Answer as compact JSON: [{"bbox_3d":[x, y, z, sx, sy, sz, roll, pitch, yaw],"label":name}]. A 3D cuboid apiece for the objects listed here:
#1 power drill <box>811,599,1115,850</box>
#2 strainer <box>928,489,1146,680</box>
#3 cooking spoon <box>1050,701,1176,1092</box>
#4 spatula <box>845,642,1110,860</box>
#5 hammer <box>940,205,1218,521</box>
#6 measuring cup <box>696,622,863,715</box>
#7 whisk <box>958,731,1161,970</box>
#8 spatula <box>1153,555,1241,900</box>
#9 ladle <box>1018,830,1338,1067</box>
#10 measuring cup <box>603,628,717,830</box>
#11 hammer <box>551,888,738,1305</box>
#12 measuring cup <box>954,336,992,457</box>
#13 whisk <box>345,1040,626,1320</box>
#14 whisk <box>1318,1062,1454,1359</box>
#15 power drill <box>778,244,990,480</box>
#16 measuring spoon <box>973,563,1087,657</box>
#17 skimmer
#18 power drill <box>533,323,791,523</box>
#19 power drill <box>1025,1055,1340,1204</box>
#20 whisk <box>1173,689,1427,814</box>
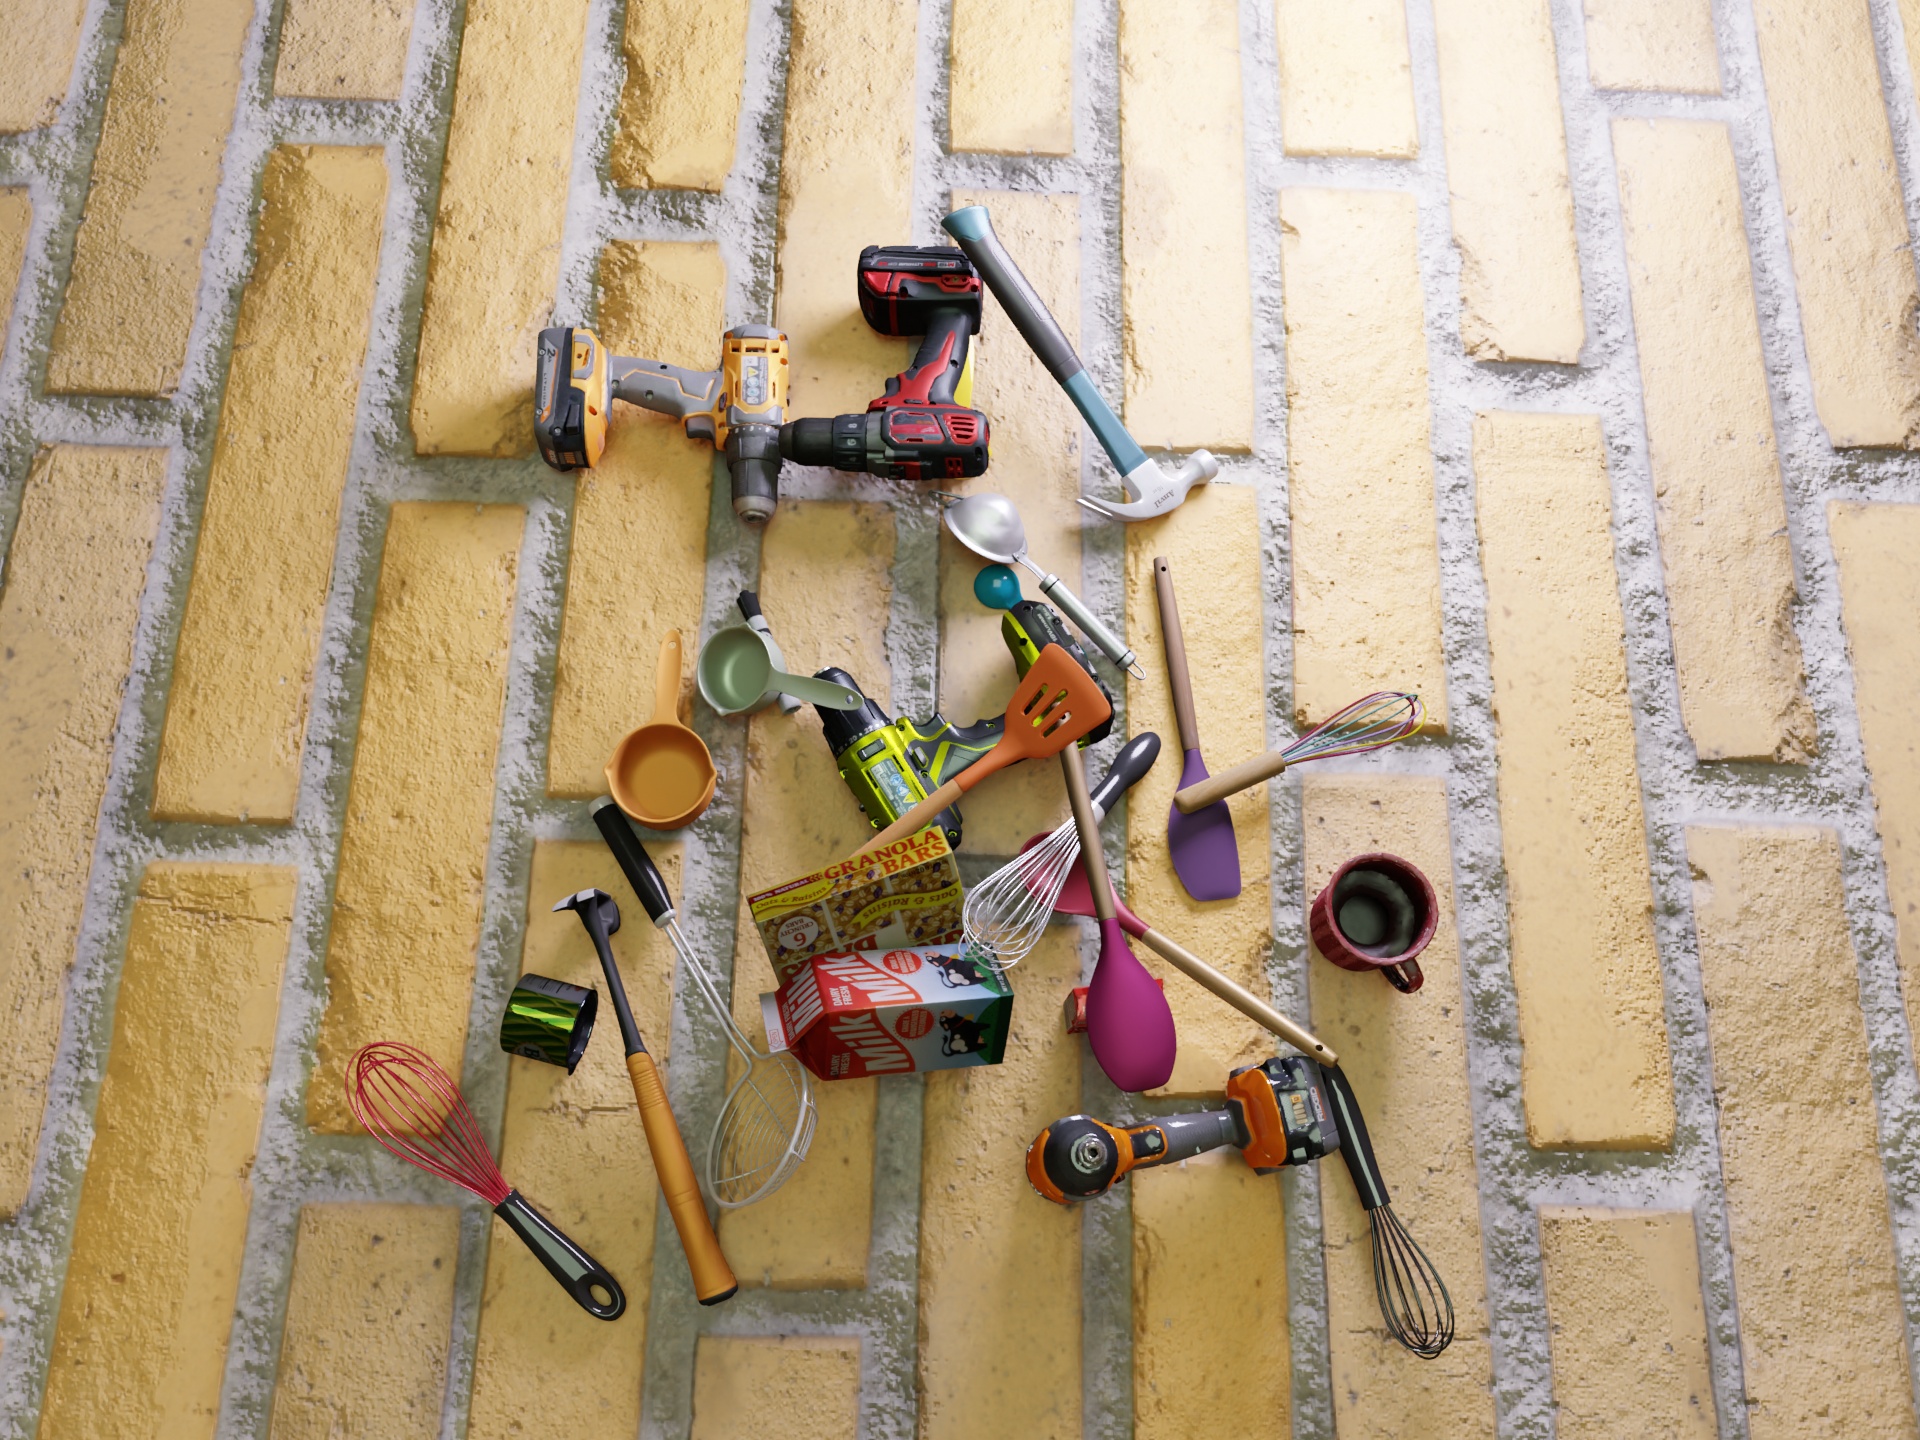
[{"bbox_3d":[-0.002,-0.004,1.365,0.228,0.080,0.191,-31,77,-6],"label":"power drill"},{"bbox_3d":[0.075,-0.130,1.422,0.258,0.050,0.087,45,37,3],"label":"strainer"},{"bbox_3d":[0.111,0.135,1.266,0.068,0.017,0.319,-10,71,-7],"label":"cooking spoon"},{"bbox_3d":[-0.023,0.065,1.293,0.322,0.041,0.081,-38,72,-3],"label":"spatula"},{"bbox_3d":[0.094,-0.323,1.439,0.128,0.033,0.331,-38,97,-14],"label":"hammer"},{"bbox_3d":[-0.148,-0.032,1.363,0.168,0.038,0.083,15,90,25],"label":"measuring cup"},{"bbox_3d":[0.089,0.100,1.322,0.070,0.070,0.285,37,56,9],"label":"whisk"},{"bbox_3d":[0.197,0.003,1.402,0.059,0.018,0.316,-5,74,-6],"label":"spatula"},{"bbox_3d":[0.172,0.186,1.287,0.316,0.031,0.069,33,68,32],"label":"ladle"},{"bbox_3d":[-0.251,0.010,1.368,0.095,0.052,0.174,2,71,-1],"label":"measuring cup"},{"bbox_3d":[-0.245,0.294,1.254,0.034,0.127,0.337,-20,80,-6],"label":"hammer"},{"bbox_3d":[0.001,-0.302,1.484,0.062,0.029,0.157,2,74,-1],"label":"measuring cup"},{"bbox_3d":[-0.372,0.364,1.252,0.296,0.073,0.073,43,76,4],"label":"whisk"},{"bbox_3d":[0.334,0.387,1.273,0.055,0.055,0.239,-15,70,-7],"label":"whisk"},{"bbox_3d":[-0.064,-0.319,1.446,0.188,0.080,0.227,1,65,3],"label":"power drill"},{"bbox_3d":[0.065,-0.096,1.426,0.129,0.021,0.042,41,76,10],"label":"measuring spoon"},{"bbox_3d":[-0.228,0.215,1.283,0.127,0.090,0.363,-42,71,26],"label":"skimmer"},{"bbox_3d":[-0.266,-0.268,1.442,0.226,0.084,0.185,0,74,-7],"label":"power drill"},{"bbox_3d":[0.168,0.321,1.227,0.226,0.164,0.084,-11,73,-7],"label":"power drill"},{"bbox_3d":[0.297,0.029,1.378,0.245,0.051,0.047,-22,82,-11],"label":"whisk"}]
